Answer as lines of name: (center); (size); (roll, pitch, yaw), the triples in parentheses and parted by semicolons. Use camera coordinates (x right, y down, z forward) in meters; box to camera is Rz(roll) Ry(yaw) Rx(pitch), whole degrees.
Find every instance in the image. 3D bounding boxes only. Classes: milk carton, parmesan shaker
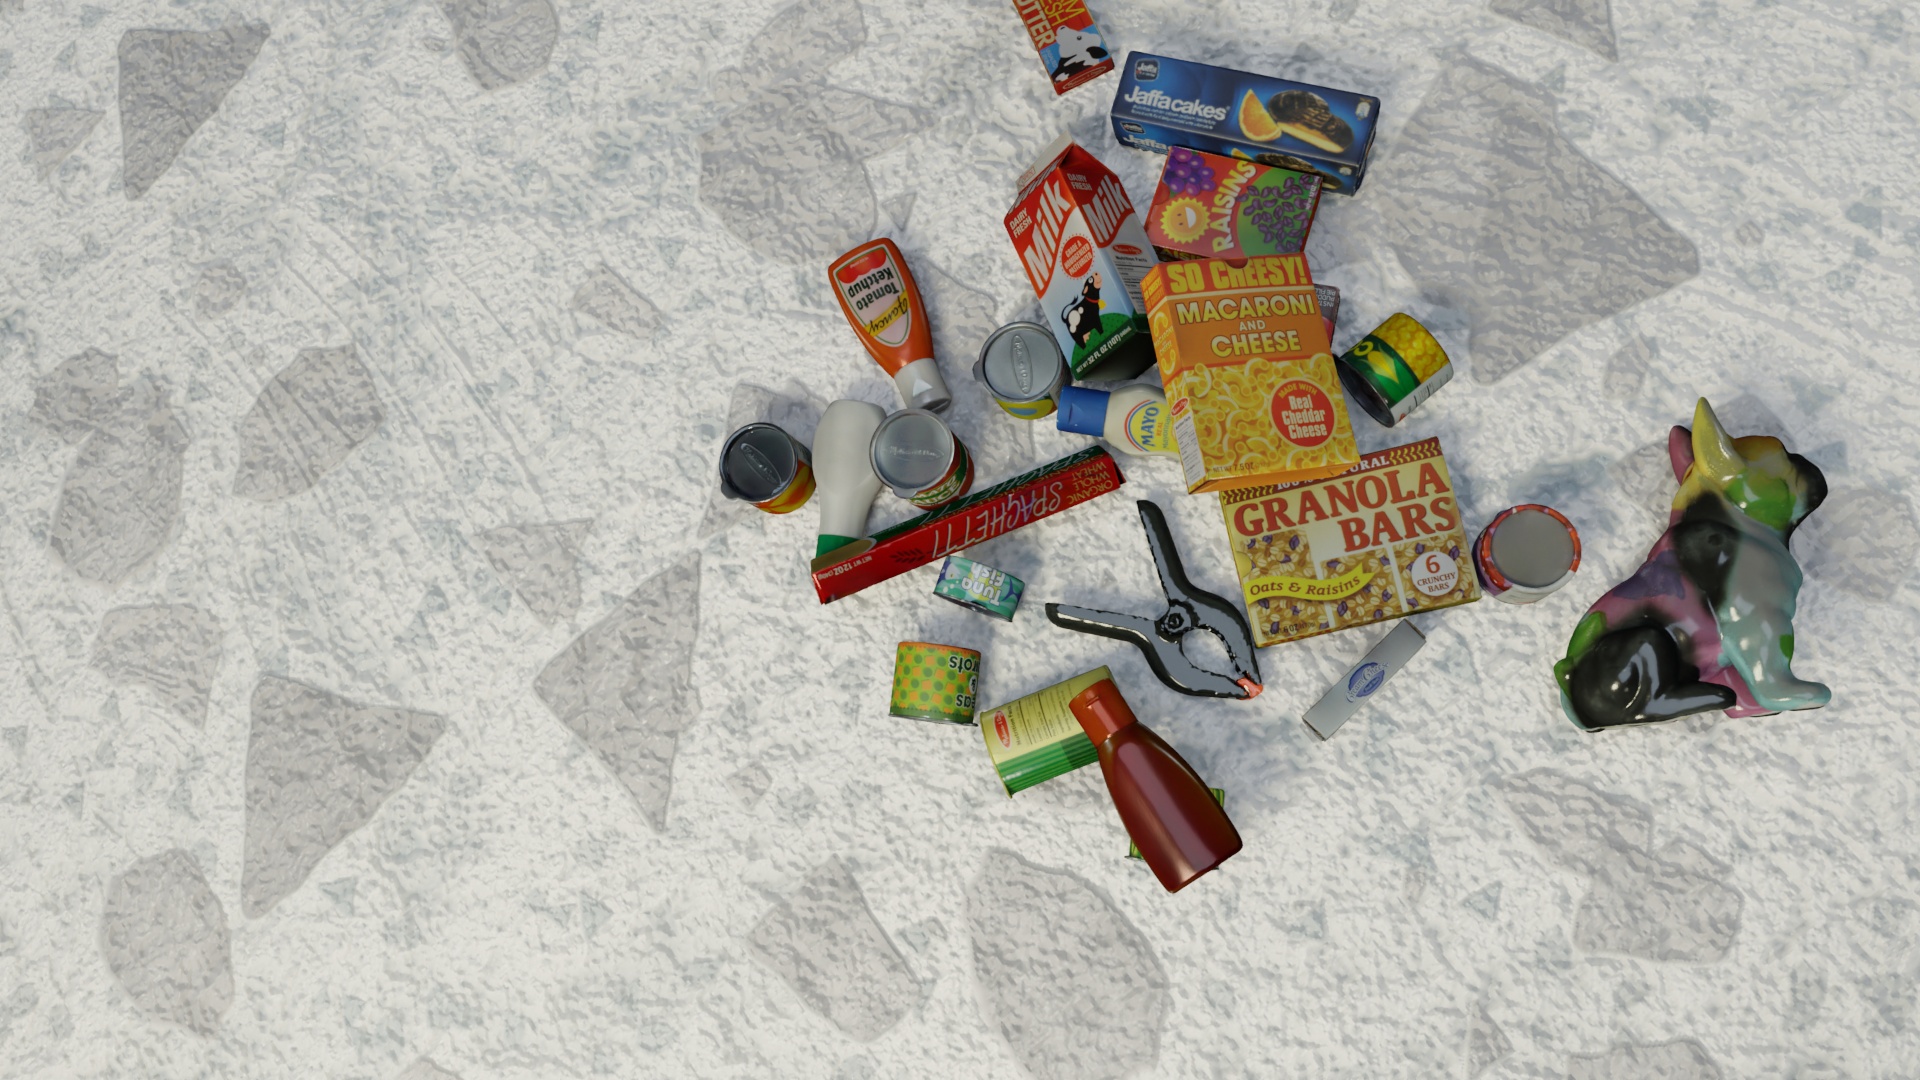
milk carton: (0.098, -0.223, 1.083); (0.072, 0.073, 0.191); (-37, 68, 42)
parmesan shaker: (0.075, 0.144, 1.040); (0.103, 0.071, 0.071); (-22, 77, 7)

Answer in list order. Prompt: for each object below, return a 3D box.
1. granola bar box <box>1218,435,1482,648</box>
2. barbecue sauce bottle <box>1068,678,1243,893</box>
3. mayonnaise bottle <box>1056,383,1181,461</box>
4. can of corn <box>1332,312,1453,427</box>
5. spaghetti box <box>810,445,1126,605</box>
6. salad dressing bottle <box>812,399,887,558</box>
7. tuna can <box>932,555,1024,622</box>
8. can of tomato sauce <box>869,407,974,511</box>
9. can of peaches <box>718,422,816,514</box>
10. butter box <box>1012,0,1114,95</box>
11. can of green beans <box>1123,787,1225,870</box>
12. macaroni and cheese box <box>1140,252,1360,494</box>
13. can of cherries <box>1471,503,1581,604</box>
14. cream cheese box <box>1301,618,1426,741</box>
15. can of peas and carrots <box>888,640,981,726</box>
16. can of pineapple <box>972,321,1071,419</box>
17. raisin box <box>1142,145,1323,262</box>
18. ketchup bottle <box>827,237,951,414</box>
granola bar box: (0.287, 0.003, 1.035); (0.165, 0.039, 0.124); (-13, 77, 9)
barbecue sauce bottle: (0.130, 0.167, 0.968); (0.065, 0.043, 0.149); (-35, 73, 4)
mayonnaise bottle: (0.149, -0.091, 1.070); (0.148, 0.041, 0.064); (9, 108, 8)
can of corn: (0.322, -0.130, 1.037); (0.058, 0.071, 0.071); (-39, 75, 3)
spaghetti box: (0.004, -0.013, 1.071); (0.250, 0.050, 0.028); (-22, 104, -2)
salad dressing bottle: (-0.092, -0.038, 1.122); (0.064, 0.044, 0.147); (6, 83, 13)
tuna can: (0.014, 0.037, 1.070); (0.071, 0.071, 0.033); (18, 84, 14)
can of tomato sauce: (-0.028, -0.060, 1.090); (0.071, 0.083, 0.071); (-2, 80, 12)
can of peaches: (-0.157, -0.056, 1.130); (0.071, 0.058, 0.071); (-2, 81, 12)
butter box: (0.084, -0.430, 1.164); (0.053, 0.024, 0.103); (-25, 76, 6)
can of green beans: (0.158, 0.206, 1.012); (0.071, 0.071, 0.058); (5, 81, 13)
macaroni and cheese box: (0.210, -0.124, 1.008); (0.124, 0.040, 0.166); (-7, 77, -17)
can of cherries: (0.405, 0.008, 0.999); (0.071, 0.058, 0.071); (-2, 80, 12)
cream cheese box: (0.292, 0.103, 1.009); (0.104, 0.053, 0.024); (-45, 73, 2)
can of peas and carrots: (-0.017, 0.110, 1.066); (0.071, 0.071, 0.059); (5, 81, 13)
can of pineapple: (0.050, -0.134, 1.100); (0.071, 0.058, 0.071); (-2, 80, 12)
raisin box: (0.213, -0.254, 1.097); (0.123, 0.040, 0.086); (17, 85, 15)
ketchup bottle: (-0.053, -0.171, 1.137); (0.065, 0.043, 0.149); (-27, 76, 6)
